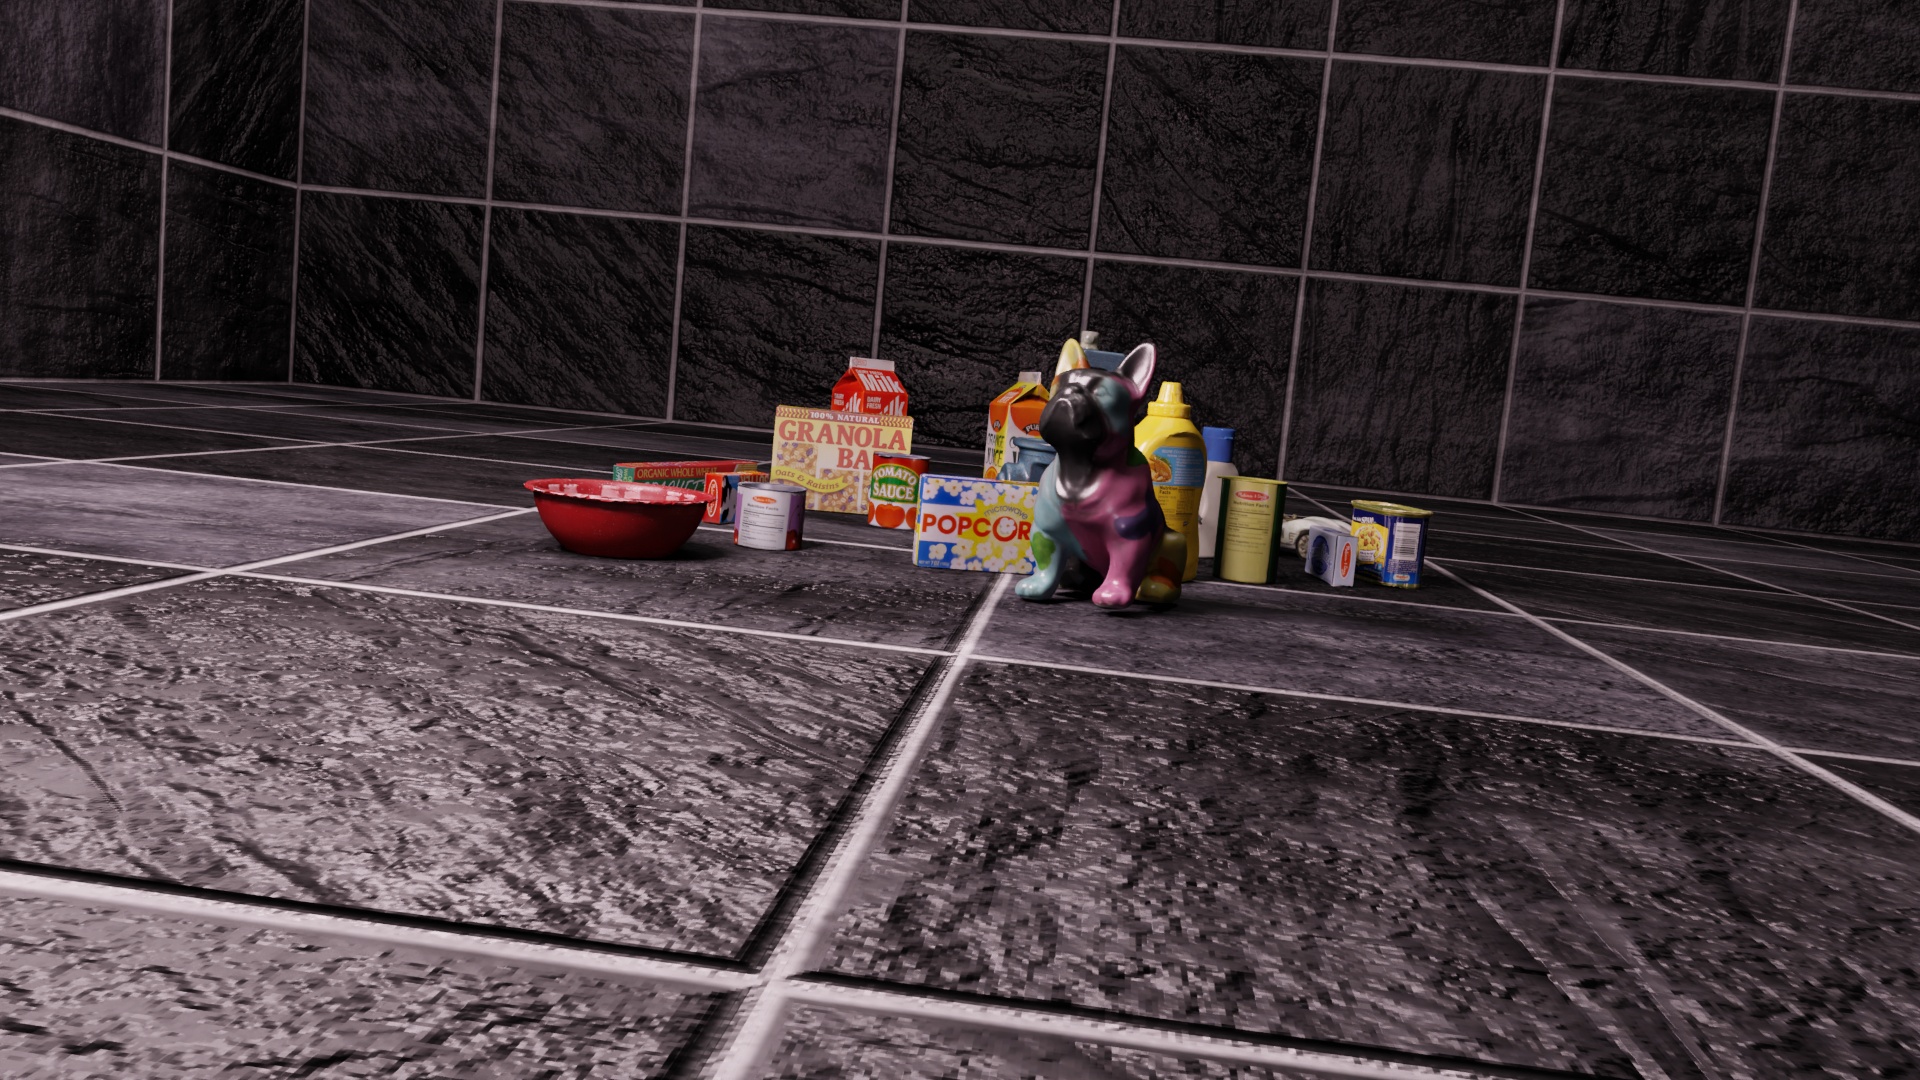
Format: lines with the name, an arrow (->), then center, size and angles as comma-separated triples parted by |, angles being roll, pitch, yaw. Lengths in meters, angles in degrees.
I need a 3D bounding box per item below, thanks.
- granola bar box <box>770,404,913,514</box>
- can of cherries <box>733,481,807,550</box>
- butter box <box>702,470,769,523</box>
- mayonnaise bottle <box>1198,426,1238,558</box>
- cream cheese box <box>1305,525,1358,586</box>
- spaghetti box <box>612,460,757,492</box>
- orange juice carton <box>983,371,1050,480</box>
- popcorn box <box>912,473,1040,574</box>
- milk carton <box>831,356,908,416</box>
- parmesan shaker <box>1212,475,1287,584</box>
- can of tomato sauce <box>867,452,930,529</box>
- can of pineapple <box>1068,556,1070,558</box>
granola bar box -> -0.146, -0.097, 1.698 | 0.166, 0.124, 0.039 | 5, 6, -5
can of cherries -> -0.180, -0.023, 1.325 | 0.071, 0.058, 0.071 | 5, 6, 0
butter box -> -0.243, -0.047, 1.502 | 0.024, 0.053, 0.104 | 8, 7, 20
mayonnaise bottle -> 0.287, -0.054, 1.582 | 0.065, 0.148, 0.041 | 2, 7, -29
cream cheese box -> 0.394, 0.016, 1.479 | 0.024, 0.053, 0.104 | 5, 6, -2
spaghetti box -> -0.316, -0.066, 1.614 | 0.029, 0.050, 0.250 | 8, 7, 23
orange juice carton -> 0.076, -0.111, 1.708 | 0.073, 0.192, 0.072 | 3, 6, -18
popcorn box -> 0.021, -0.015, 1.301 | 0.127, 0.085, 0.038 | 4, 6, -8
milk carton -> -0.121, -0.139, 1.791 | 0.072, 0.190, 0.073 | 0, 8, -40
parmesan shaker -> 0.291, -0.012, 1.415 | 0.071, 0.103, 0.071 | 5, 6, 0
can of tomato sauce -> -0.072, -0.057, 1.597 | 0.071, 0.083, 0.071 | 5, 6, 0
can of pineapple -> 0.091, -0.014, 1.469 | 0.071, 0.057, 0.071 | 5, 6, 0
